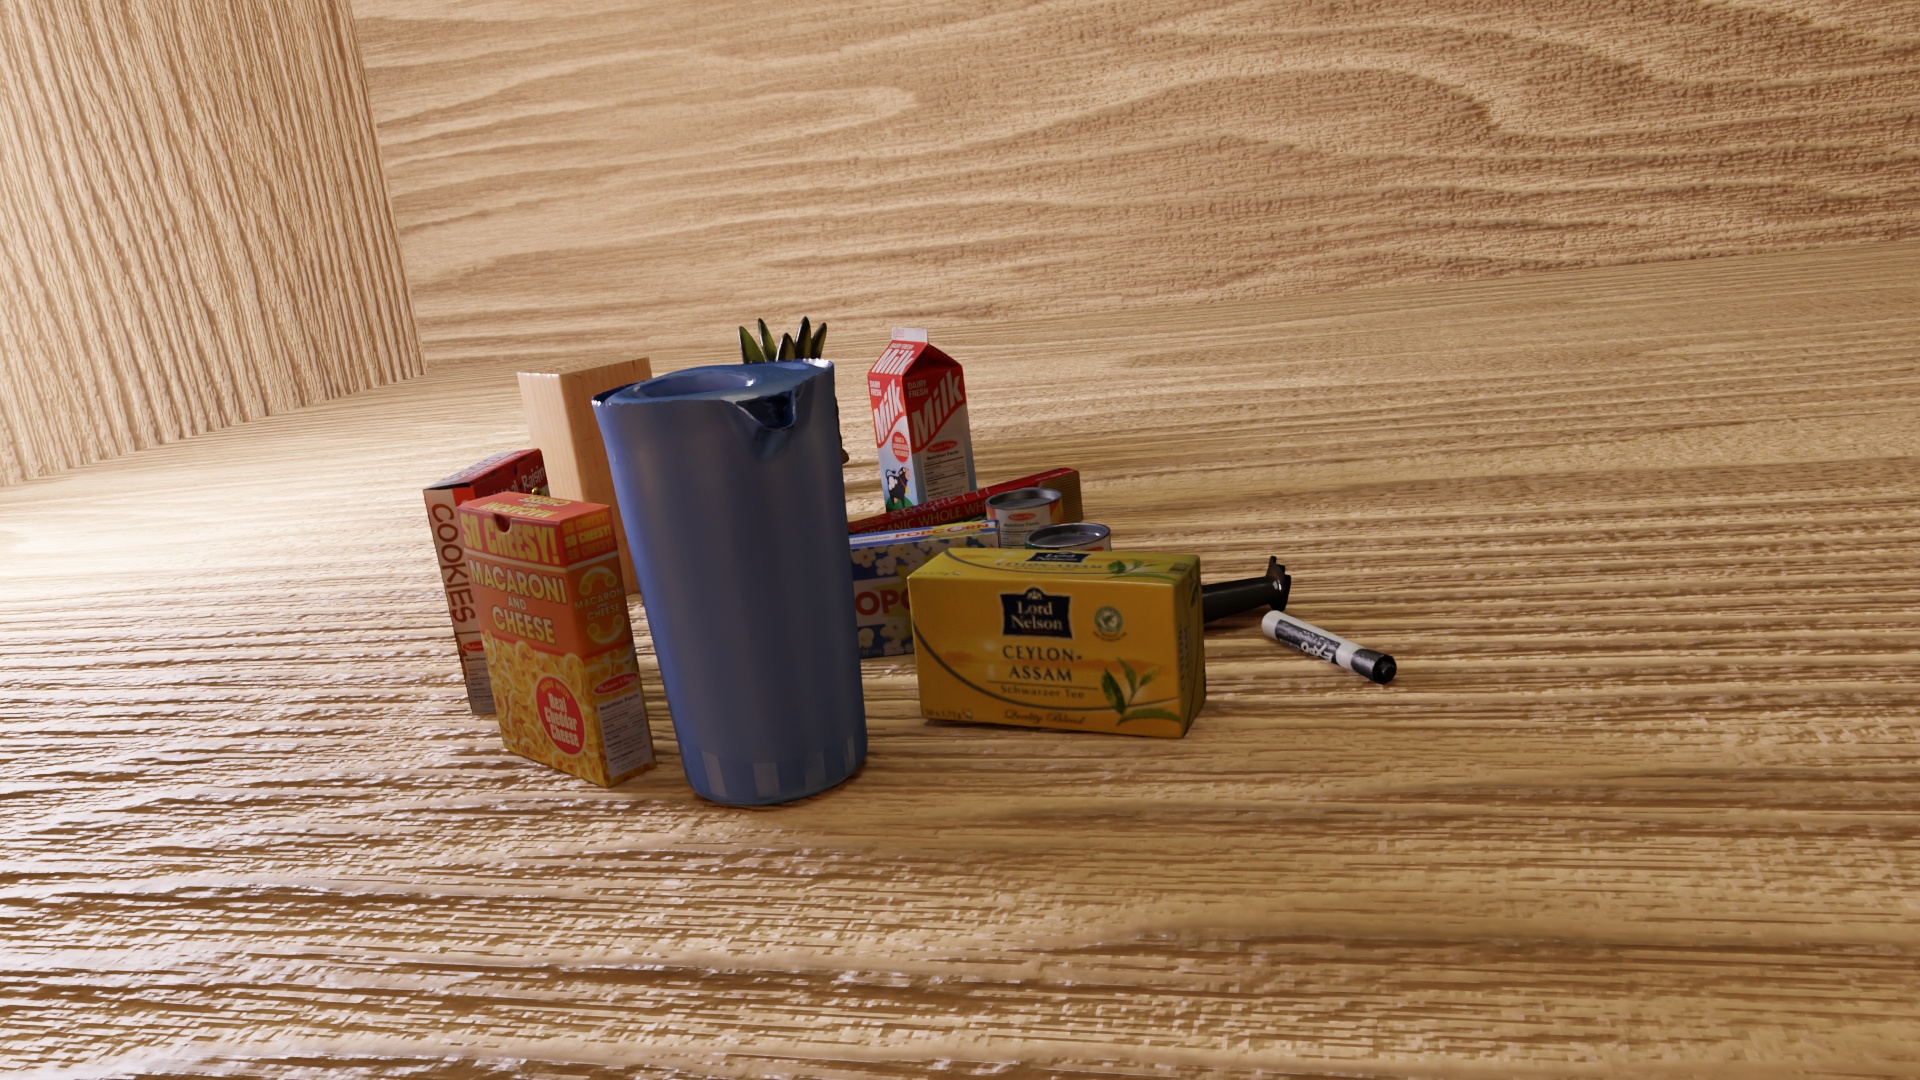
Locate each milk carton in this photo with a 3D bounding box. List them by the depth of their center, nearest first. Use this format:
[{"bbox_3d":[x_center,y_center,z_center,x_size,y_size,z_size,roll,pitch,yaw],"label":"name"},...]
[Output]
[{"bbox_3d":[-0.039,-0.117,1.382,0.074,0.190,0.072,-15,16,-30],"label":"milk carton"}]

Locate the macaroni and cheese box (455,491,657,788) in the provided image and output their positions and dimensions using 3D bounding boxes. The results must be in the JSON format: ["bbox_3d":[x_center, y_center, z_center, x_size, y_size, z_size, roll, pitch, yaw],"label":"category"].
[{"bbox_3d":[-0.251,0.058,0.858,0.123,0.166,0.040,7,19,43],"label":"macaroni and cheese box"}]

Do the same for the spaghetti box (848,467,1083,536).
[{"bbox_3d":[0.004,-0.016,1.254,0.251,0.050,0.028,-16,17,-31],"label":"spaghetti box"}]

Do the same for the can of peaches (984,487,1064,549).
[{"bbox_3d":[0.058,-0.010,1.191,0.071,0.058,0.071,-6,14,2],"label":"can of peaches"}]

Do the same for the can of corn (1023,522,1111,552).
[{"bbox_3d":[0.083,0.022,1.058,0.071,0.058,0.071,-6,14,2],"label":"can of corn"}]

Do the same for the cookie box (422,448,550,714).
[{"bbox_3d":[-0.331,0.026,1.017,0.040,0.167,0.123,-5,14,7],"label":"cookie box"}]

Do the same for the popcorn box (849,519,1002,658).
[{"bbox_3d":[-0.030,0.035,1.005,0.127,0.085,0.038,-6,14,2],"label":"popcorn box"}]

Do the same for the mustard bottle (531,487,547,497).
[{"bbox_3d":[-0.269,0.040,0.949,0.065,0.159,0.049,-4,14,11],"label":"mustard bottle"}]
